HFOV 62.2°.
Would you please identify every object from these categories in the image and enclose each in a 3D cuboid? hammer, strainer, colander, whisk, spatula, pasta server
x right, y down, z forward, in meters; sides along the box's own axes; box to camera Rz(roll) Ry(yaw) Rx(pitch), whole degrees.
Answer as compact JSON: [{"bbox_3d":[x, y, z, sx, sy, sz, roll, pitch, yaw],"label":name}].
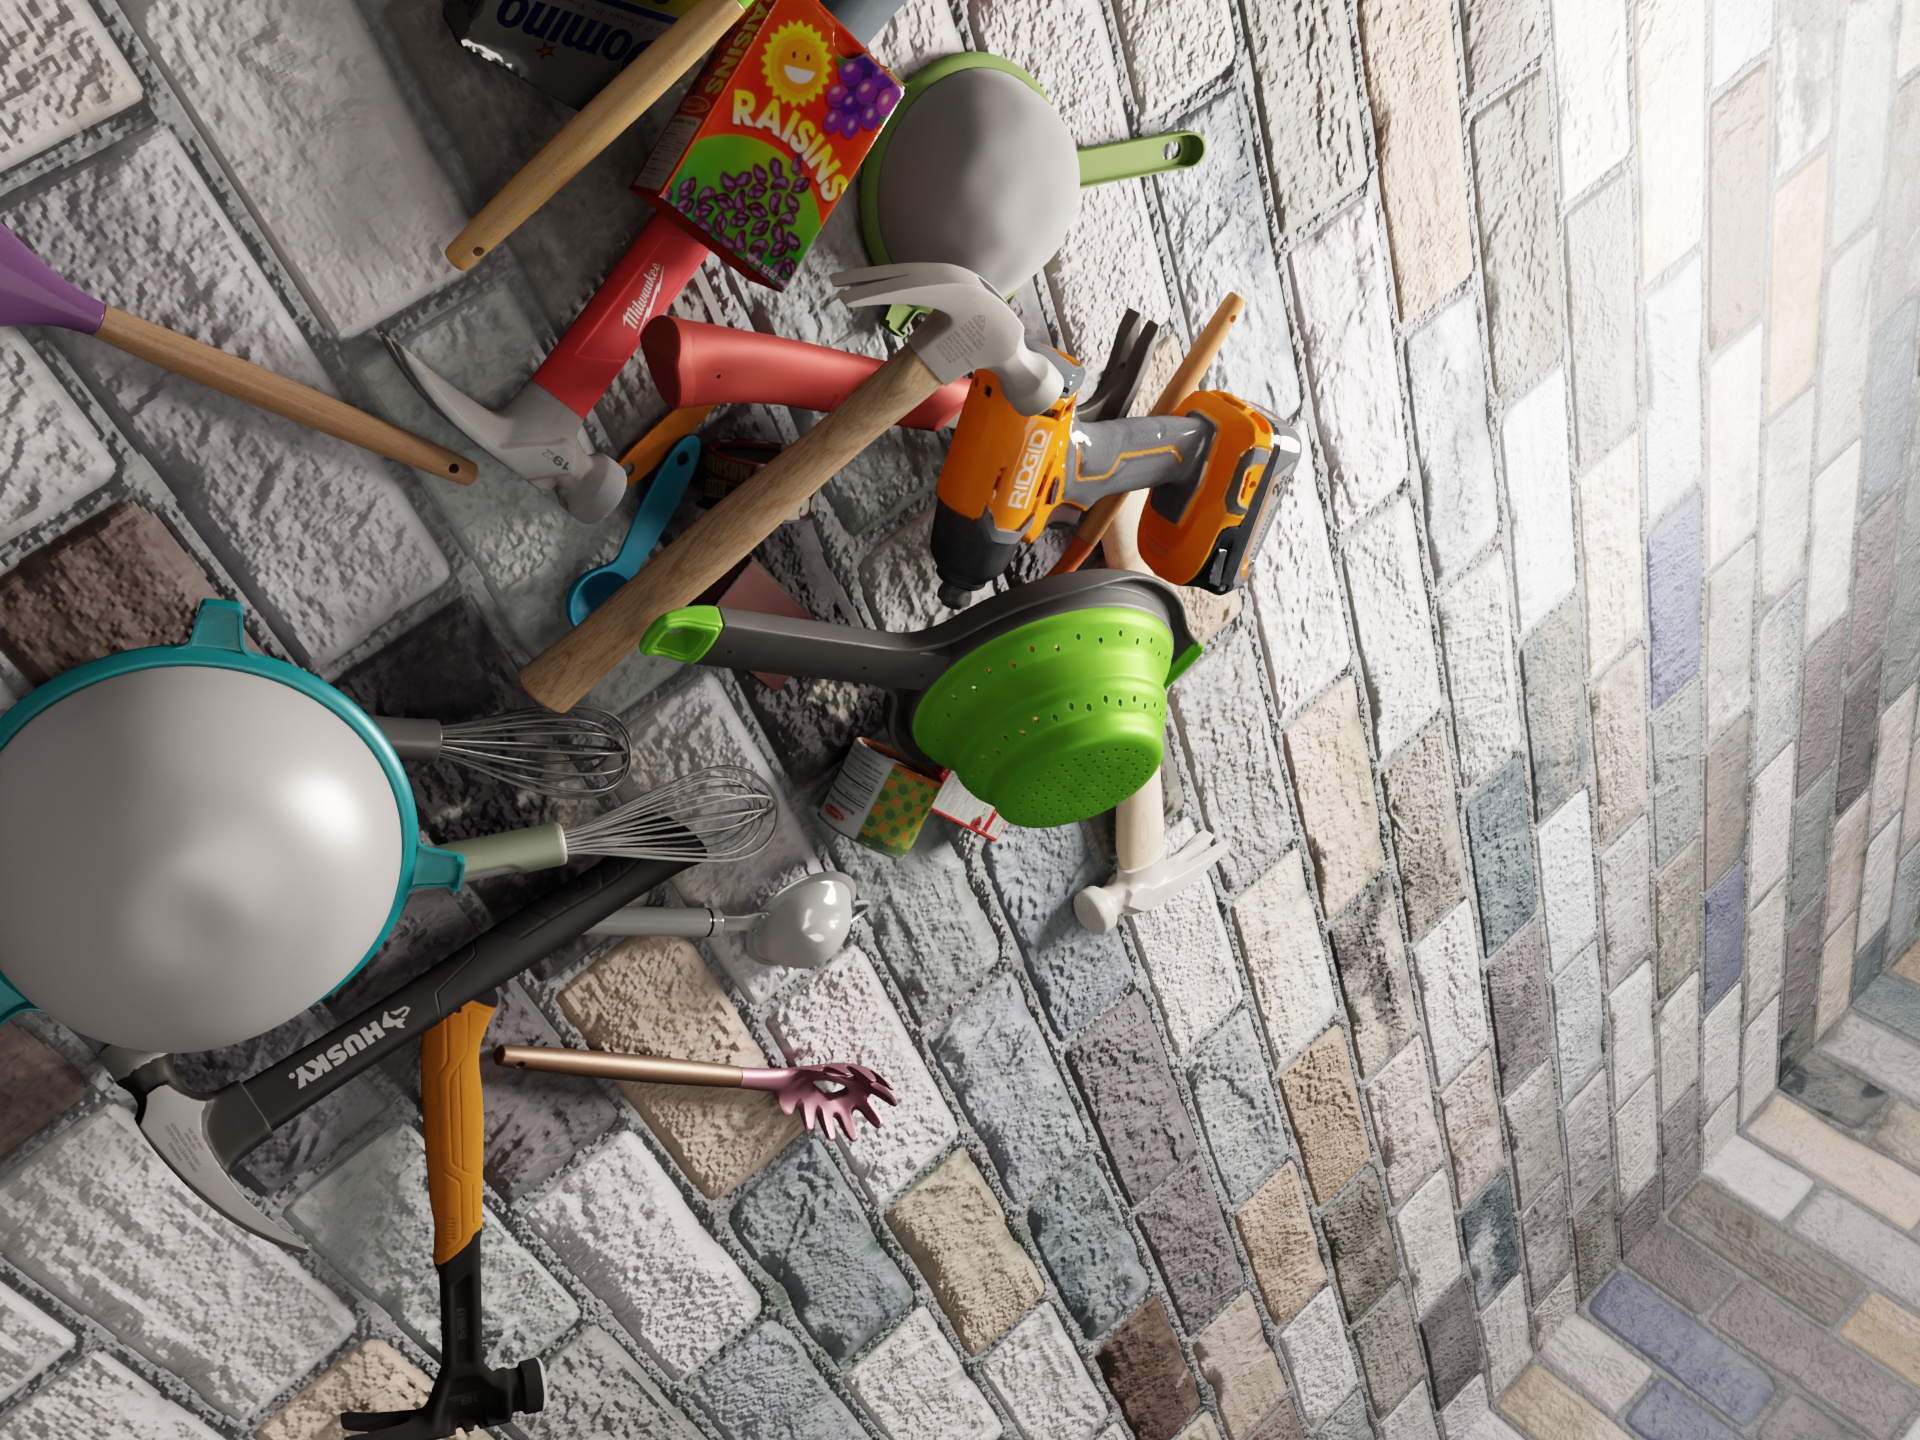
[{"bbox_3d":[-0.319,0.305,0.981,0.127,0.034,0.336,-4,113,-25],"label":"hammer"},{"bbox_3d":[-0.413,0.115,0.740,0.340,0.095,0.210,-38,119,-10],"label":"strainer"},{"bbox_3d":[-0.001,-0.003,0.943,0.396,0.095,0.204,6,142,-40],"label":"colander"},{"bbox_3d":[-0.285,0.013,0.855,0.238,0.055,0.055,5,110,-37],"label":"whisk"},{"bbox_3d":[-0.107,-0.117,0.844,0.331,0.031,0.129,-38,134,11],"label":"hammer"},{"bbox_3d":[0.063,-0.319,0.944,0.256,0.069,0.151,-21,125,-29],"label":"strainer"},{"bbox_3d":[-0.222,0.070,0.914,0.246,0.058,0.059,-10,79,-22],"label":"whisk"},{"bbox_3d":[-0.025,-0.196,0.921,0.359,0.037,0.149,0,123,-47],"label":"hammer"},{"bbox_3d":[-0.129,-0.293,0.820,0.386,0.038,0.143,-54,133,-3],"label":"hammer"},{"bbox_3d":[-0.155,0.134,1.033,0.258,0.050,0.086,7,122,-39],"label":"strainer"},{"bbox_3d":[0.138,-0.031,1.190,0.146,0.038,0.410,-27,128,-29],"label":"hammer"},{"bbox_3d":[-0.359,-0.165,0.710,0.315,0.018,0.060,20,100,-43],"label":"spatula"},{"bbox_3d":[-0.283,0.153,0.897,0.335,0.146,0.035,-33,175,-31],"label":"hammer"},{"bbox_3d":[0.102,-0.136,1.057,0.081,0.041,0.322,15,113,-45],"label":"spatula"},{"bbox_3d":[-0.171,0.245,1.080,0.316,0.040,0.060,18,112,-43],"label":"pasta server"}]

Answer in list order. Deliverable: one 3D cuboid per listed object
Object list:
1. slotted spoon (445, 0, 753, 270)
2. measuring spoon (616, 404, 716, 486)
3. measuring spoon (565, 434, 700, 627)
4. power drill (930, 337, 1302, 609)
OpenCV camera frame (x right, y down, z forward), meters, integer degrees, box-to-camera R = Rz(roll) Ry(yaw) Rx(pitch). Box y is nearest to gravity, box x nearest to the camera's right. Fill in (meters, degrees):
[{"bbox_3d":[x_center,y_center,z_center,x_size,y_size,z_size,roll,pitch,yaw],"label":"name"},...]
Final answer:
[{"bbox_3d":[-0.125,-0.318,0.734,0.313,0.031,0.070,-39,150,11],"label":"slotted spoon"},{"bbox_3d":[-0.155,-0.171,0.886,0.117,0.011,0.021,-45,144,-7],"label":"measuring spoon"},{"bbox_3d":[-0.184,-0.105,0.892,0.042,0.021,0.128,31,86,-48],"label":"measuring spoon"},{"bbox_3d":[0.086,-0.137,0.975,0.226,0.084,0.164,3,119,-35],"label":"power drill"}]
